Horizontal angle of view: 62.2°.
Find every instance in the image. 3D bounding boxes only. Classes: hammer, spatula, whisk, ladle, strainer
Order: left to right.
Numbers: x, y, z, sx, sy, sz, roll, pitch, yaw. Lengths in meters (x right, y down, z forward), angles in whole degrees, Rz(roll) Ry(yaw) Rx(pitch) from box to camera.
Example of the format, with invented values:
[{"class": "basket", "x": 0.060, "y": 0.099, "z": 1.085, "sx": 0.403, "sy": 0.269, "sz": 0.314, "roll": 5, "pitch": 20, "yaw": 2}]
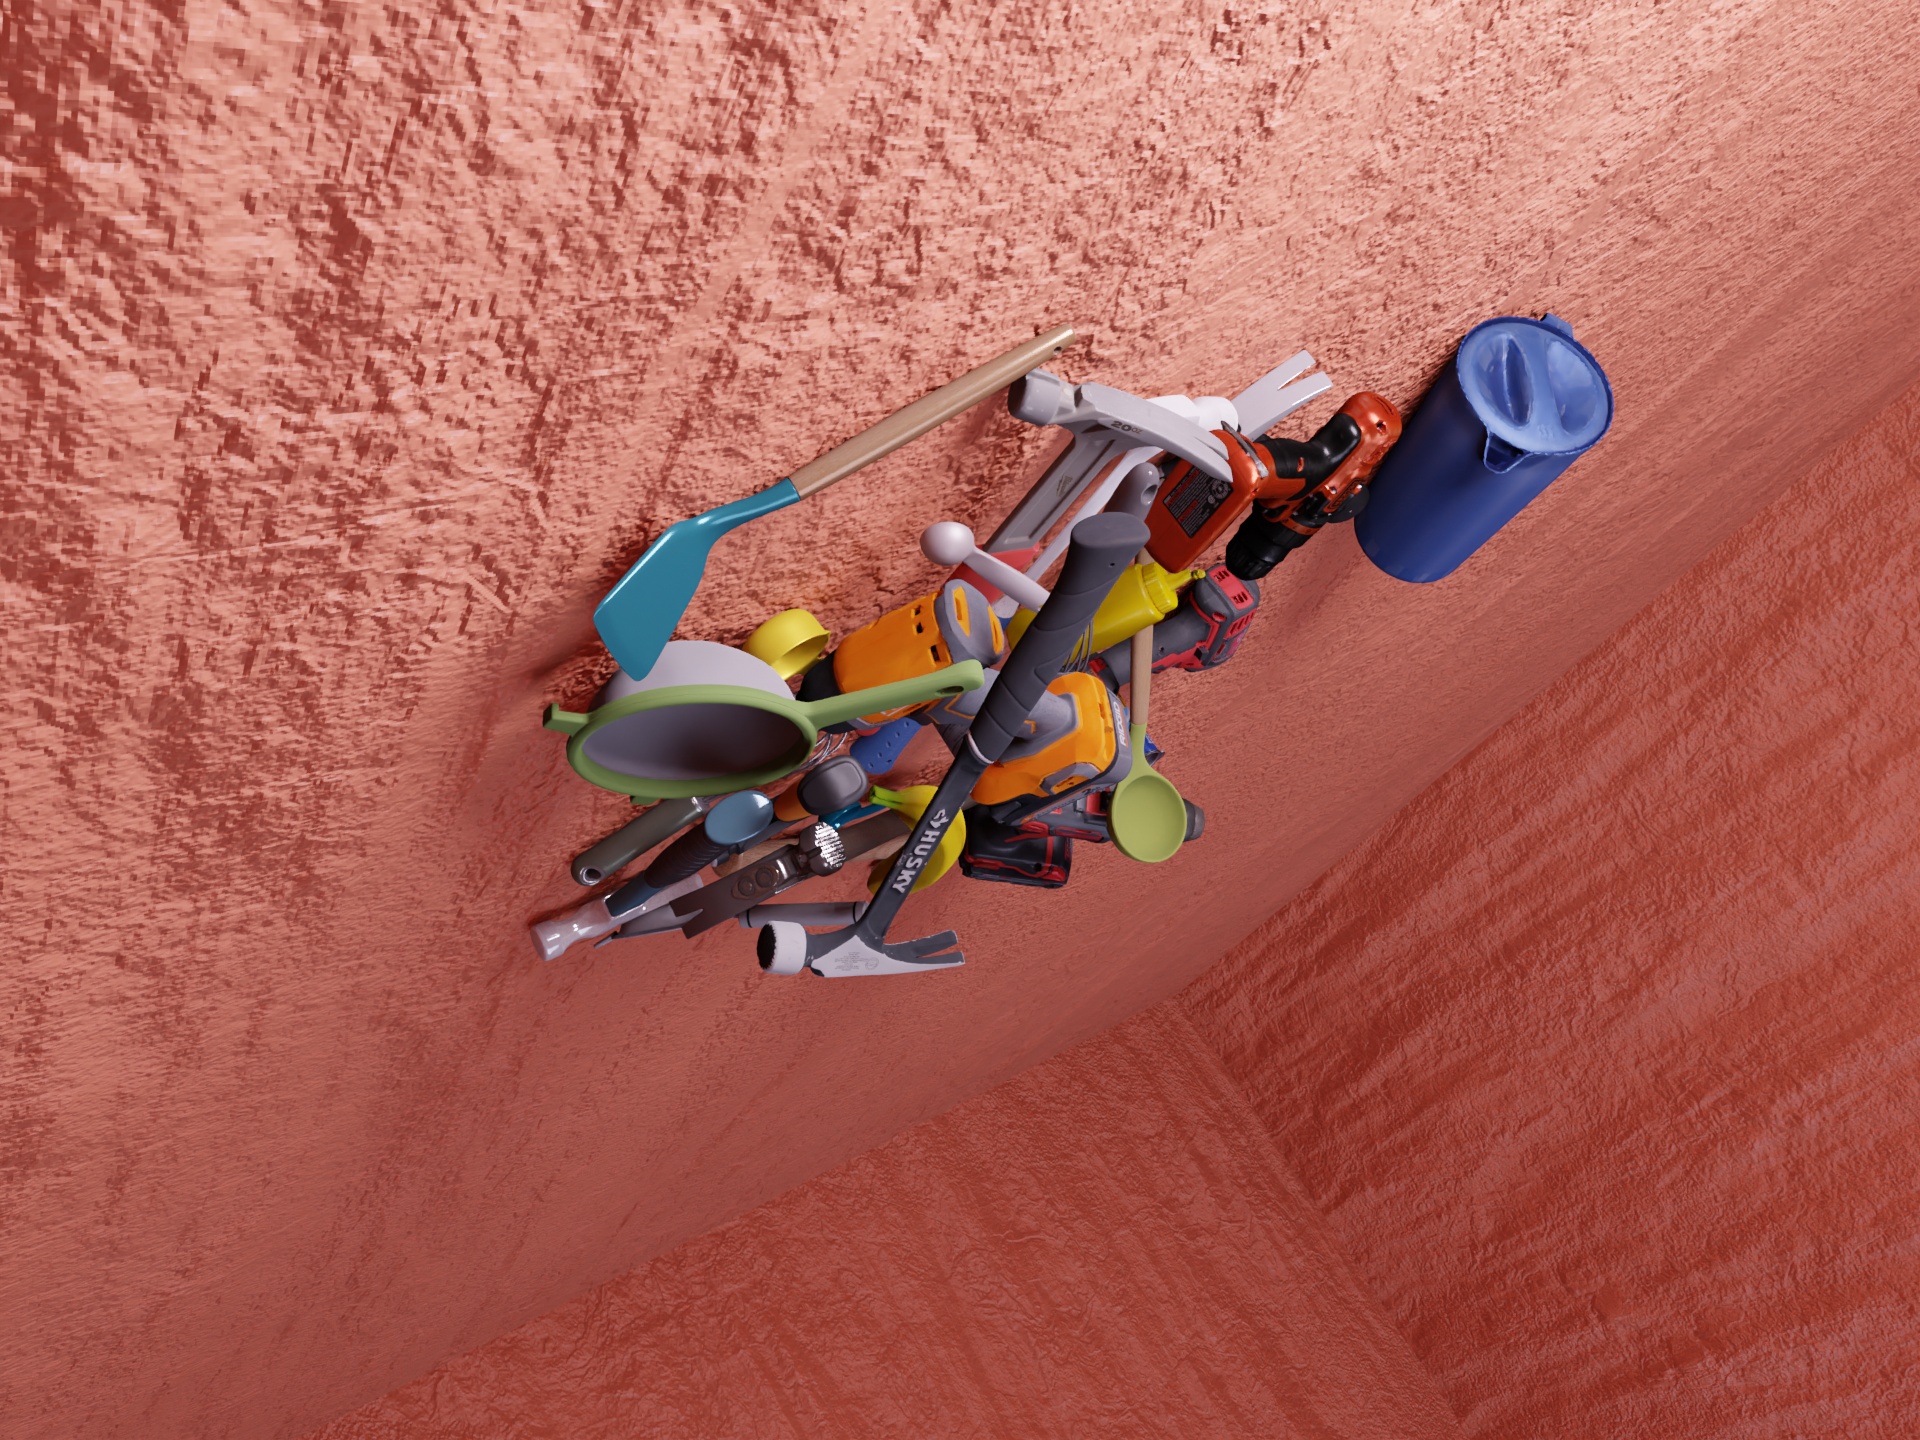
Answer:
[{"class": "hammer", "x": -0.211, "y": 0.108, "z": 1.143, "sx": 0.128, "sy": 0.033, "sz": 0.331, "roll": -24, "pitch": 175, "yaw": -33}, {"class": "whisk", "x": -0.185, "y": 0.052, "z": 1.159, "sx": 0.246, "sy": 0.059, "sz": 0.057, "roll": -32, "pitch": 125, "yaw": 10}, {"class": "strainer", "x": -0.181, "y": 0.158, "z": 1.300, "sx": 0.258, "sy": 0.050, "sz": 0.087, "roll": -3, "pitch": 180, "yaw": 13}, {"class": "strainer", "x": -0.114, "y": -0.021, "z": 0.967, "sx": 0.256, "sy": 0.069, "sz": 0.151, "roll": -13, "pitch": 156, "yaw": 7}, {"class": "hammer", "x": -0.108, "y": 0.055, "z": 1.121, "sx": 0.127, "sy": 0.034, "sz": 0.337, "roll": -28, "pitch": 180, "yaw": -17}, {"class": "hammer", "x": -0.110, "y": 0.118, "z": 1.457, "sx": 0.130, "sy": 0.031, "sz": 0.331, "roll": -41, "pitch": 160, "yaw": 23}, {"class": "spatula", "x": -0.065, "y": -0.133, "z": 0.886, "sx": 0.317, "sy": 0.044, "sz": 0.082, "roll": -32, "pitch": 155, "yaw": -7}, {"class": "hammer", "x": -0.082, "y": 0.097, "z": 1.334, "sx": 0.146, "sy": 0.038, "sz": 0.410, "roll": -27, "pitch": 176, "yaw": 23}, {"class": "hammer", "x": 0.009, "y": 0.032, "z": 1.026, "sx": 0.149, "sy": 0.036, "sz": 0.408, "roll": 9, "pitch": 129, "yaw": -29}, {"class": "hammer", "x": 0.021, "y": -0.092, "z": 1.069, "sx": 0.149, "sy": 0.037, "sz": 0.359, "roll": 17, "pitch": 141, "yaw": -24}, {"class": "hammer", "x": 0.032, "y": -0.089, "z": 1.166, "sx": 0.144, "sy": 0.035, "sz": 0.405, "roll": -12, "pitch": 152, "yaw": -48}, {"class": "whisk", "x": 0.091, "y": -0.095, "z": 1.120, "sx": 0.055, "sy": 0.055, "sz": 0.238, "roll": -21, "pitch": 154, "yaw": -32}, {"class": "ladle", "x": 0.156, "y": -0.016, "z": 1.310, "sx": 0.078, "sy": 0.062, "sz": 0.319, "roll": -26, "pitch": 132, "yaw": -29}, {"class": "hammer", "x": 0.268, "y": -0.202, "z": 1.264, "sx": 0.146, "sy": 0.035, "sz": 0.334, "roll": -40, "pitch": 160, "yaw": 23}]

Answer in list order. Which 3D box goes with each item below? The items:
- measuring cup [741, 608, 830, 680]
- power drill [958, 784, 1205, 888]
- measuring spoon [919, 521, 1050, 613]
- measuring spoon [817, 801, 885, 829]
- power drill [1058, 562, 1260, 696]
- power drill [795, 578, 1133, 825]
[{"class": "measuring cup", "x": -0.107, "y": -0.047, "z": 1.077, "sx": 0.062, "sy": 0.029, "sz": 0.156, "roll": -38, "pitch": 173, "yaw": 7}, {"class": "power drill", "x": 0.108, "y": 0.102, "z": 1.518, "sx": 0.187, "sy": 0.080, "sz": 0.226, "roll": 9, "pitch": 162, "yaw": -17}, {"class": "measuring spoon", "x": 0.023, "y": -0.090, "z": 1.023, "sx": 0.034, "sy": 0.018, "sz": 0.124, "roll": -31, "pitch": 136, "yaw": 34}, {"class": "measuring spoon", "x": -0.089, "y": 0.073, "z": 1.413, "sx": 0.042, "sy": 0.021, "sz": 0.128, "roll": -43, "pitch": 168, "yaw": 24}, {"class": "power drill", "x": 0.161, "y": -0.048, "z": 1.418, "sx": 0.219, "sy": 0.079, "sz": 0.143, "roll": -29, "pitch": 161, "yaw": -20}, {"class": "power drill", "x": -0.002, "y": -0.003, "z": 1.095, "sx": 0.164, "sy": 0.084, "sz": 0.226, "roll": -26, "pitch": 145, "yaw": 29}]
